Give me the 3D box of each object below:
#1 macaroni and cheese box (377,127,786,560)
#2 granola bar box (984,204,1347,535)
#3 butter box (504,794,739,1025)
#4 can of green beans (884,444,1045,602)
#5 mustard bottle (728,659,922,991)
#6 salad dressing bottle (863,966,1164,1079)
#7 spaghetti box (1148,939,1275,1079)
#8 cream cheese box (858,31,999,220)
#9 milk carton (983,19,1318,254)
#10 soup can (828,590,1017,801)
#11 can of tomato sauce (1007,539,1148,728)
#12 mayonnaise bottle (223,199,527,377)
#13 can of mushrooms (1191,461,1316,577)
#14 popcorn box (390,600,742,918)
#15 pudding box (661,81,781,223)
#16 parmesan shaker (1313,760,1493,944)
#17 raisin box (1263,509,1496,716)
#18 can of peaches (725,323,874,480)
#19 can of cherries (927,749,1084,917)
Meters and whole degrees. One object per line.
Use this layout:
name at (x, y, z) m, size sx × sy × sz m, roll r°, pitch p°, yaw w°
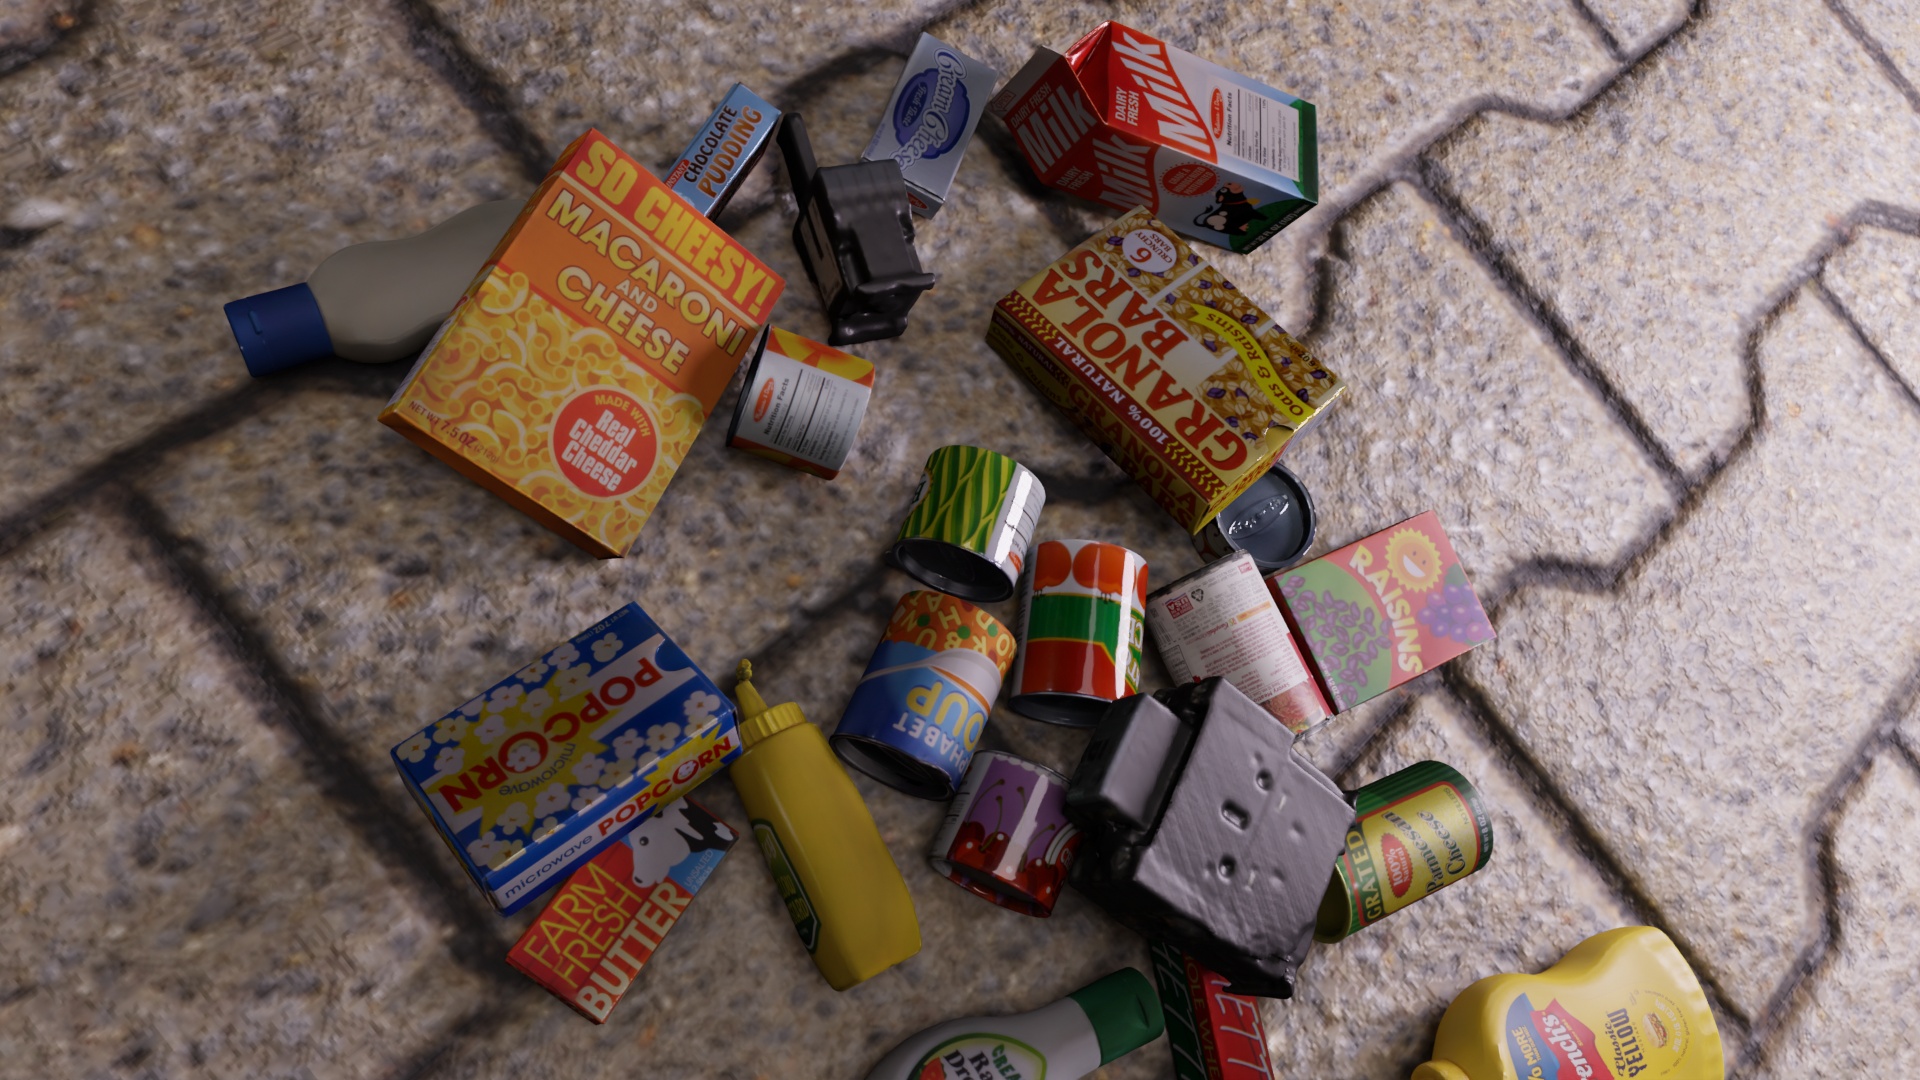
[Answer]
macaroni and cheese box at (-0.177, -0.093, 0.669) m, size 0.123 × 0.040 × 0.167 m, roll 37°, pitch 68°, yaw -27°
granola bar box at (0.115, -0.101, 0.784) m, size 0.125 × 0.039 × 0.166 m, roll -38°, pitch 74°, yaw -26°
butter box at (-0.152, 0.161, 0.630) m, size 0.053 × 0.024 × 0.104 m, roll 38°, pitch 64°, yaw -5°
can of green beans at (0.005, -0.008, 0.719) m, size 0.071 × 0.071 × 0.058 m, roll 25°, pitch 66°, yaw -11°
mustard bottle at (-0.073, 0.129, 0.651) m, size 0.049 × 0.065 × 0.160 m, roll -22°, pitch 74°, yaw -26°
salad dressing bottle at (0.026, 0.247, 0.655) m, size 0.148 × 0.044 × 0.064 m, roll -18°, pitch 81°, yaw -24°
spaghetti box at (0.126, 0.242, 0.689) m, size 0.029 × 0.050 × 0.250 m, roll -5°, pitch 74°, yaw -22°
cream cheese box at (-0.019, -0.243, 0.811) m, size 0.053 × 0.024 × 0.104 m, roll 26°, pitch 66°, yaw -11°
milk carton at (0.114, -0.241, 0.820) m, size 0.191 × 0.072 × 0.073 m, roll 13°, pitch 69°, yaw -24°
soup can at (-0.015, 0.076, 0.682) m, size 0.071 × 0.071 × 0.084 m, roll 30°, pitch 65°, yaw -9°
can of tomato sauce at (0.064, 0.049, 0.721) m, size 0.071 × 0.071 × 0.083 m, roll 14°, pitch 68°, yaw -15°
mayonnaise bottle at (-0.271, -0.118, 0.671) m, size 0.148 × 0.041 × 0.065 m, roll -22°, pitch 86°, yaw -24°
can of mushrooms at (0.166, -0.014, 0.797) m, size 0.071 × 0.033 × 0.071 m, roll 6°, pitch 71°, yaw -18°
popcorn box at (-0.173, 0.094, 0.617) m, size 0.127 × 0.038 × 0.085 m, roll -34°, pitch 55°, yaw -26°
pudding box at (-0.132, -0.198, 0.742) m, size 0.030 × 0.049 × 0.084 m, roll 33°, pitch 65°, yaw -9°
parmesan shaker at (0.223, 0.161, 0.741) m, size 0.103 × 0.071 × 0.071 m, roll -17°, pitch 79°, yaw -24°
raisin box at (0.236, 0.043, 0.801) m, size 0.124 × 0.040 × 0.086 m, roll -20°, pitch 80°, yaw -23°
can of peaches at (-0.082, -0.071, 0.711) m, size 0.058 × 0.071 × 0.071 m, roll 19°, pitch 68°, yaw -13°
can of cherries at (0.027, 0.144, 0.676) m, size 0.071 × 0.071 × 0.058 m, roll 30°, pitch 66°, yaw -8°
